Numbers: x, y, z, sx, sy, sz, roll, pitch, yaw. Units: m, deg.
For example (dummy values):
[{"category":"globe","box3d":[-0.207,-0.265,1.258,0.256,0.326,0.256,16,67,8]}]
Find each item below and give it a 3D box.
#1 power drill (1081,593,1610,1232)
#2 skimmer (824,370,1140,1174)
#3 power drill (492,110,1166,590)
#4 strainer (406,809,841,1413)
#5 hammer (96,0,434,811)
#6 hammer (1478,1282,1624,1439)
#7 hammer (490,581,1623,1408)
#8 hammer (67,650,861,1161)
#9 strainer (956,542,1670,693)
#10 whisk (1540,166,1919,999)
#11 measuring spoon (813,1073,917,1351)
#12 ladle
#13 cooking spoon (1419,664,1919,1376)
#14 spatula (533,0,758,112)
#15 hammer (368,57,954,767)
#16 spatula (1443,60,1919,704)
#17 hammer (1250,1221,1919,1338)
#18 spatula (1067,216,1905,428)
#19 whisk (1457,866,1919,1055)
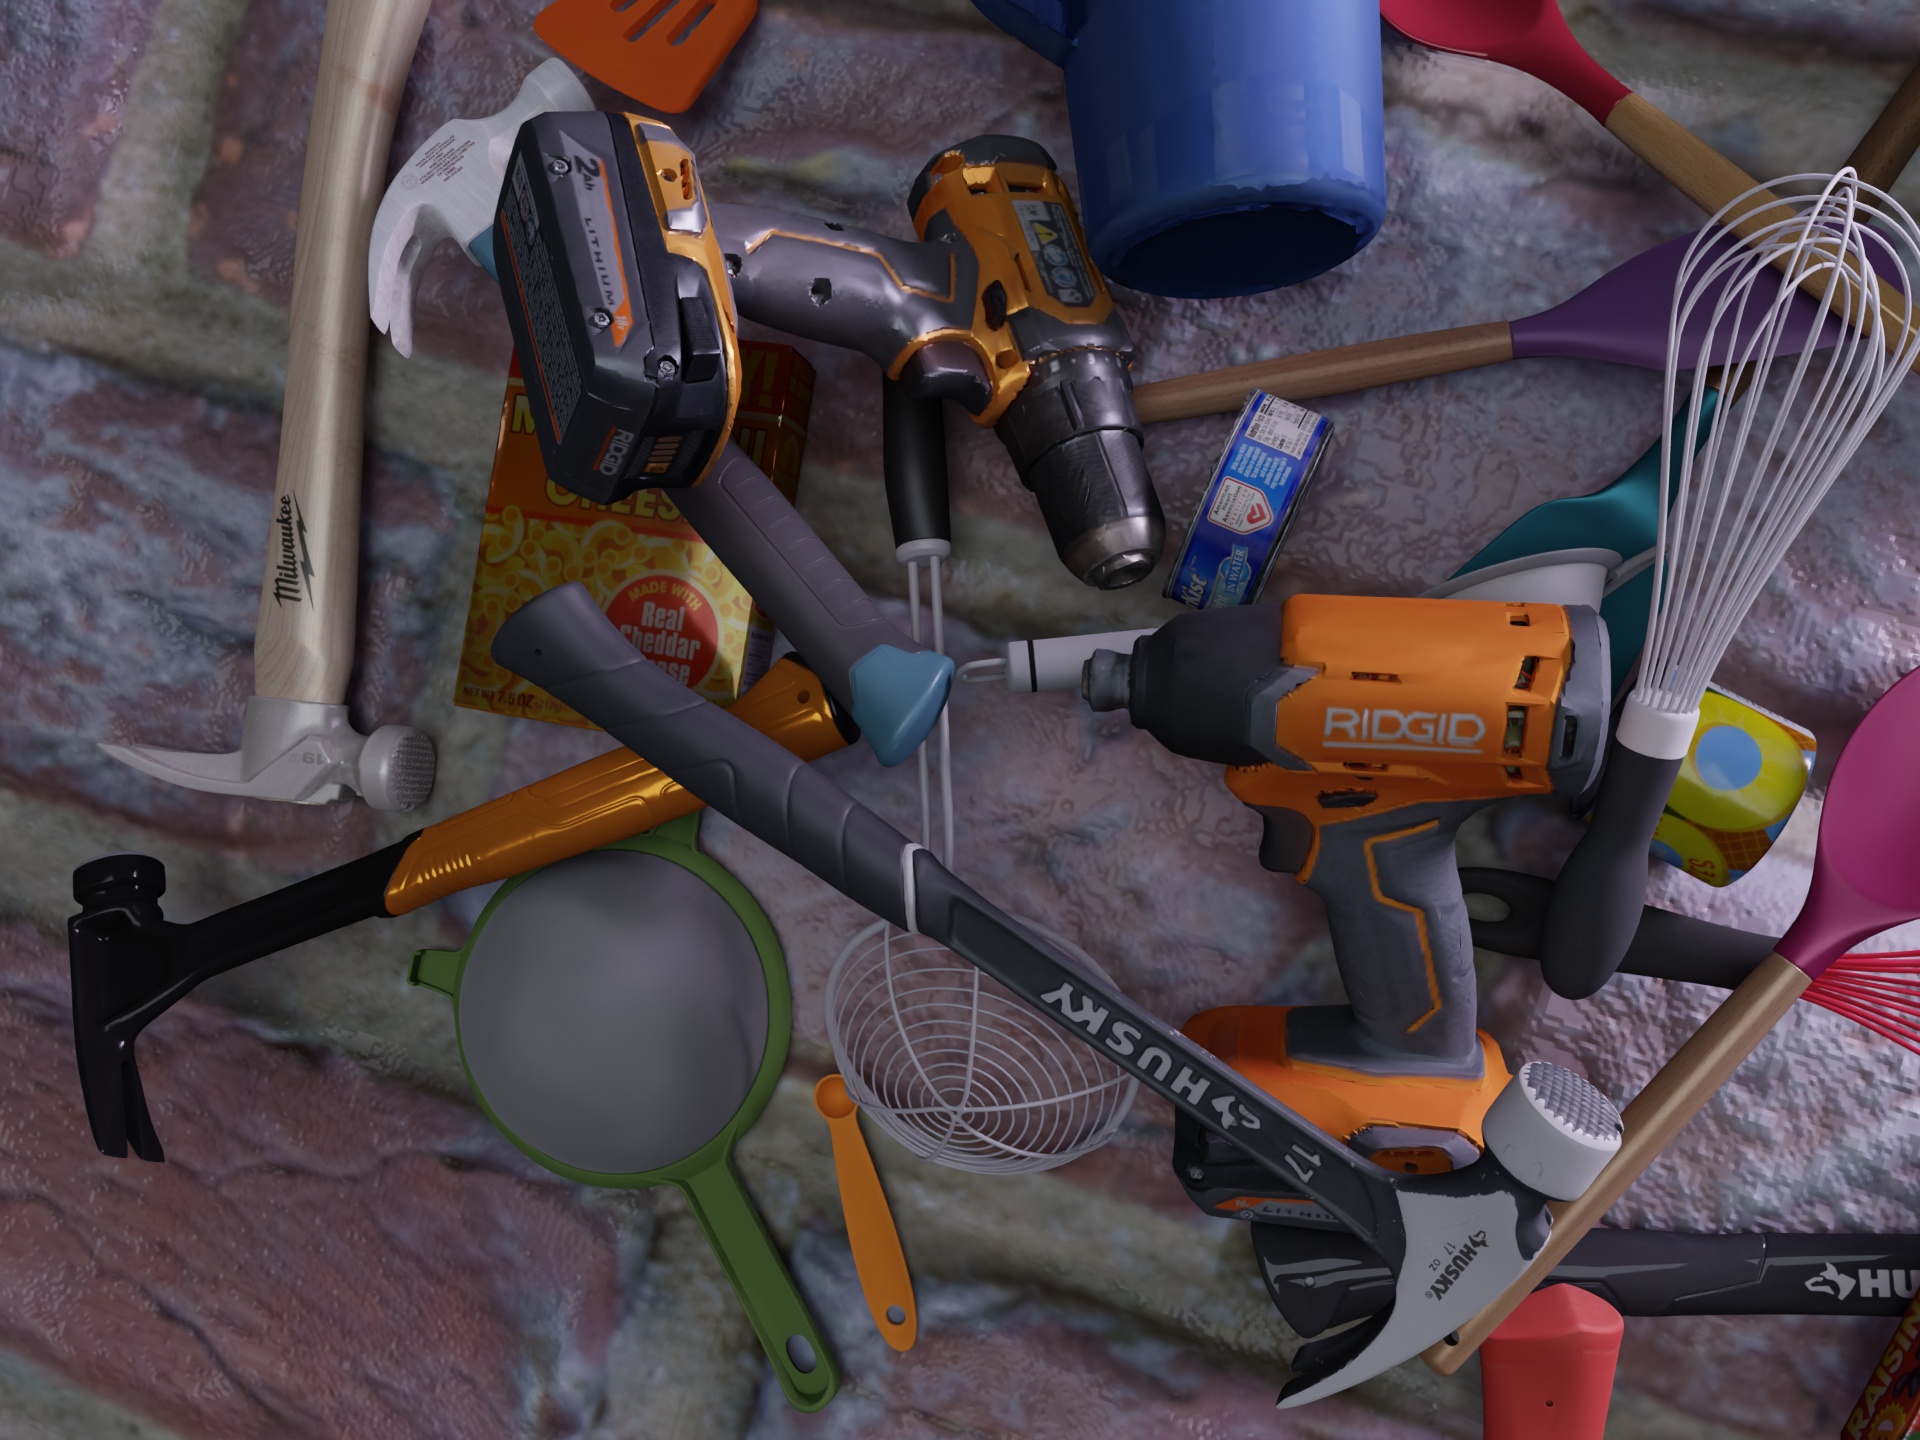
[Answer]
[{"category":"power drill","box3d":[0.123,0.064,0.551,0.164,0.084,0.226,4,115,10]},{"category":"skimmer","box3d":[-0.001,-0.002,0.645,0.127,0.090,0.363,-9,76,21]},{"category":"power drill","box3d":[-0.035,-0.127,0.571,0.226,0.084,0.185,-7,69,-30]},{"category":"strainer","box3d":[-0.123,0.166,0.640,0.151,0.069,0.256,-31,81,8]},{"category":"hammer","box3d":[-0.287,-0.170,0.702,0.146,0.038,0.411,5,88,12]},{"category":"hammer","box3d":[0.195,0.382,0.572,0.149,0.036,0.359,11,96,11]},{"category":"hammer","box3d":[0.000,0.072,0.543,0.409,0.036,0.149,33,117,14]},{"category":"hammer","box3d":[-0.195,0.059,0.624,0.337,0.034,0.127,-22,65,6]},{"category":"strainer","box3d":[0.127,-0.027,0.569,0.258,0.086,0.050,-5,73,3]},{"category":"whisk","box3d":[0.232,-0.028,0.506,0.070,0.070,0.284,12,118,11]},{"category":"measuring spoon","box3d":[-0.037,0.201,0.655,0.021,0.011,0.117,-16,88,11]},{"category":"ladle","box3d":[0.261,-0.209,0.580,0.069,0.031,0.316,-40,70,1]},{"category":"cooking spoon","box3d":[0.262,0.102,0.535,0.069,0.017,0.319,43,99,30]},{"category":"spatula","box3d":[-0.058,-0.398,0.667,0.081,0.041,0.322,34,93,11]},{"category":"hammer","box3d":[-0.114,-0.116,0.616,0.128,0.033,0.331,-39,73,-5]},{"category":"spatula","box3d":[0.294,-0.141,0.602,0.082,0.044,0.317,36,89,11]},{"category":"hammer","box3d":[0.277,0.197,0.583,0.335,0.035,0.146,-3,88,11]},{"category":"spatula","box3d":[0.183,-0.143,0.609,0.316,0.018,0.060,-8,68,16]},{"category":"whisk","box3d":[0.310,0.092,0.551,0.296,0.073,0.073,11,90,26]}]
